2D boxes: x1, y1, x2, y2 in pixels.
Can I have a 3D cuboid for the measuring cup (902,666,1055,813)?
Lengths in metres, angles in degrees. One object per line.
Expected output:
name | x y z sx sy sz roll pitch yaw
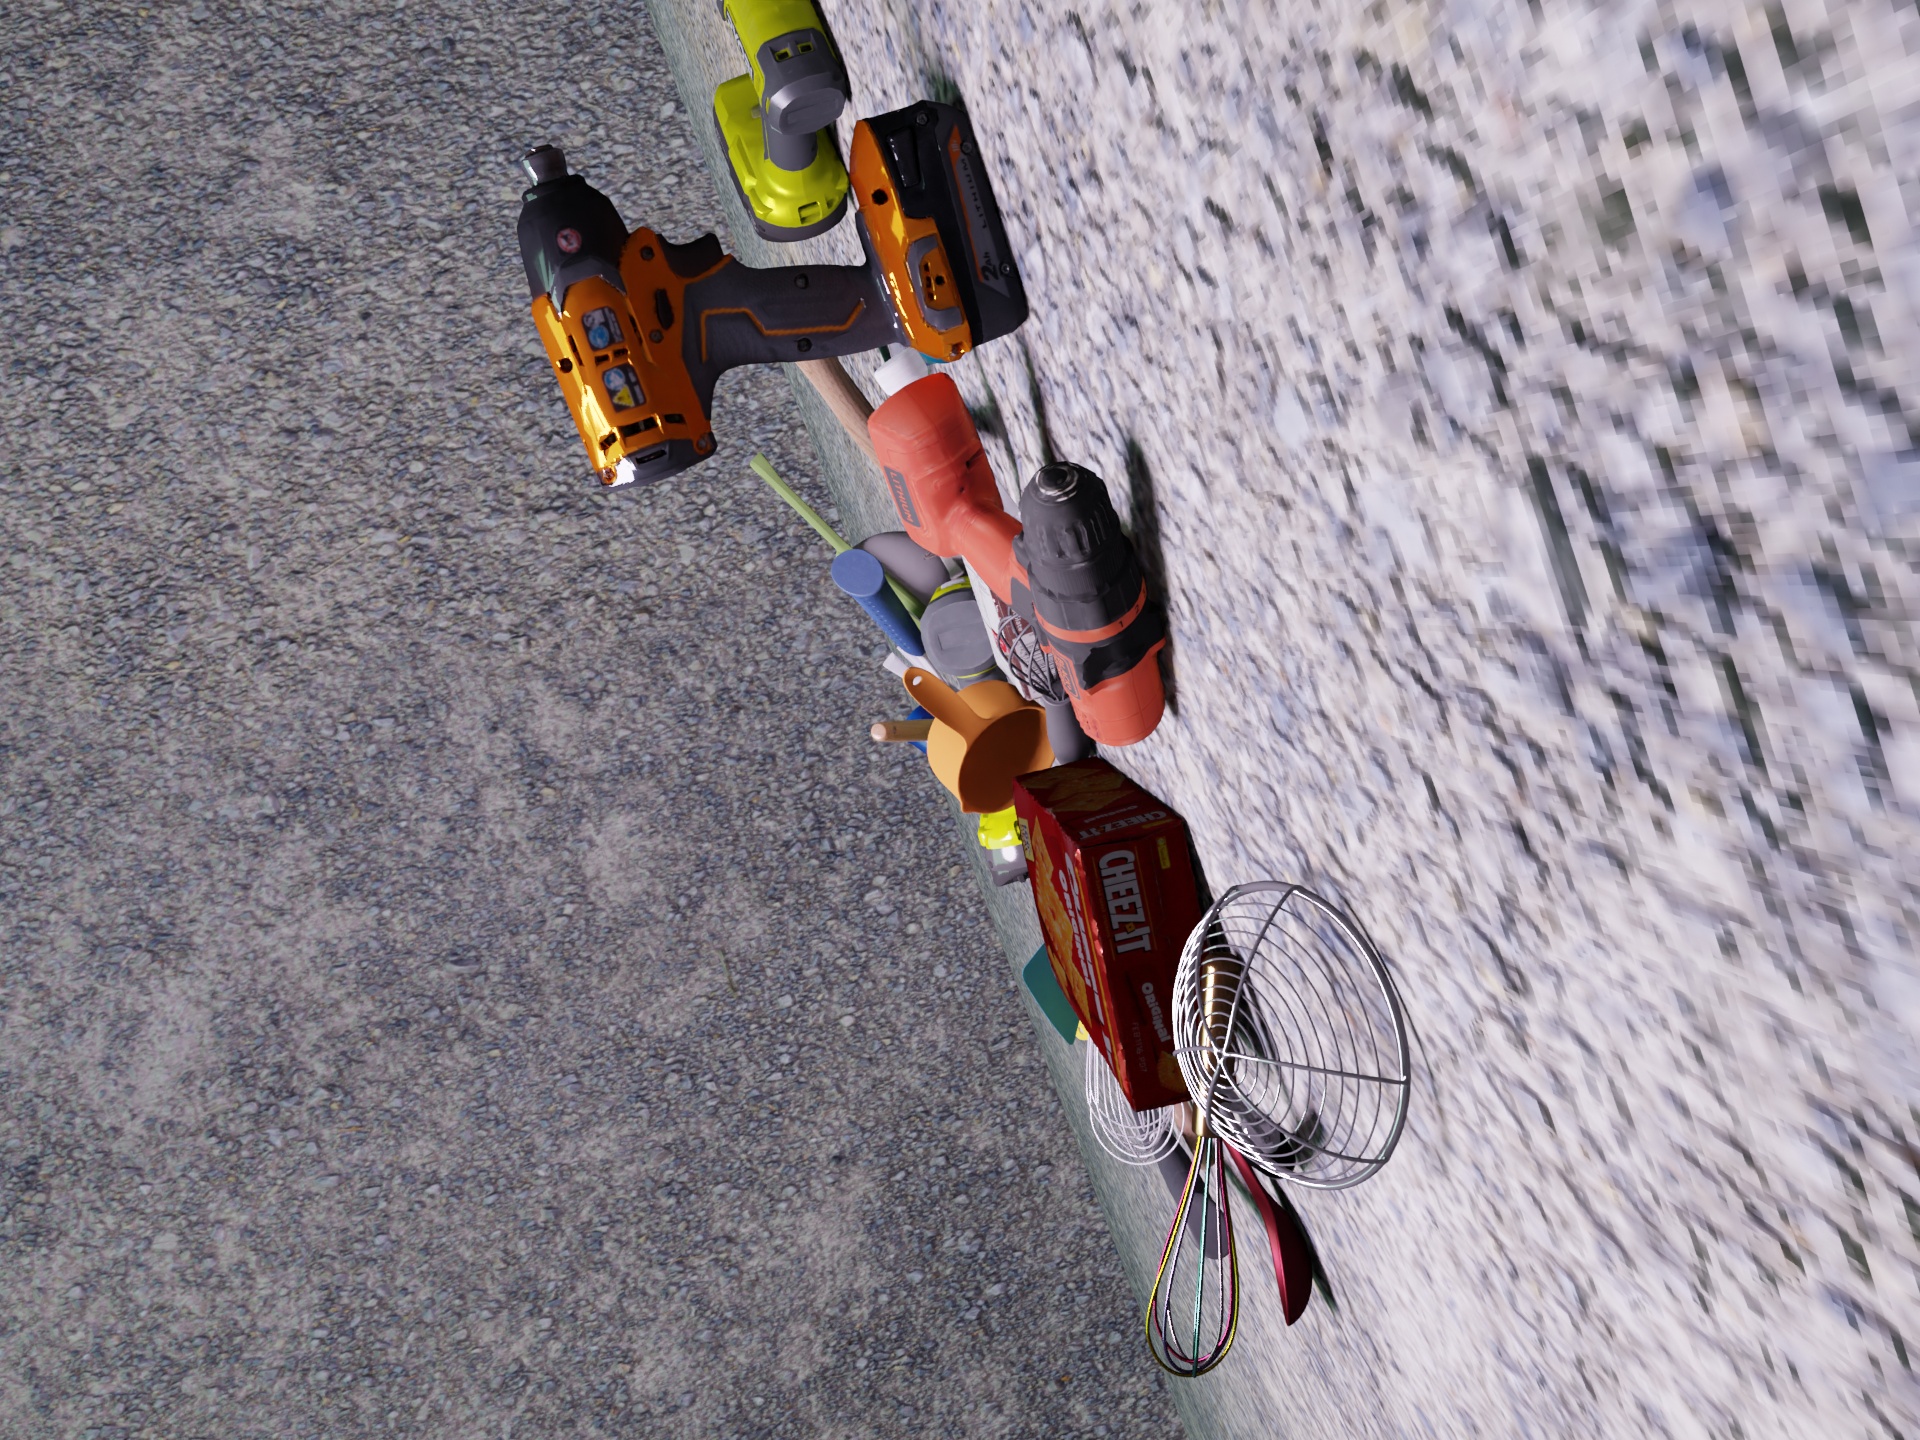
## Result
measuring cup | -0.002 -0.003 1.076 0.052 0.095 0.173 42 -179 43

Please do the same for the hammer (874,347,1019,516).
hammer | -0.021 -0.200 1.108 0.128 0.033 0.331 55 -177 -15

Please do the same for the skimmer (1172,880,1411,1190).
skimmer | 0.166 0.178 0.768 0.127 0.090 0.363 63 -176 27

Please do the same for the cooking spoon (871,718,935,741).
cooking spoon | -0.002 0.007 1.301 0.318 0.017 0.069 -1 -99 -69

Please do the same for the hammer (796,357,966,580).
hammer | -0.058 -0.203 1.197 0.130 0.031 0.331 56 -176 27

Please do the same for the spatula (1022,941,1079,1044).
spatula | 0.076 0.159 1.403 0.082 0.044 0.318 56 -170 -22

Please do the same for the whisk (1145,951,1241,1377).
whisk | 0.134 0.249 0.881 0.051 0.047 0.245 -13 -73 -69

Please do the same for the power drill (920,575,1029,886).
power drill | 0.030 -0.003 1.239 0.190 0.080 0.228 -77 -31 -80

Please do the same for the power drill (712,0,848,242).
power drill | -0.136 -0.462 1.144 0.223 0.080 0.171 109 139 -77

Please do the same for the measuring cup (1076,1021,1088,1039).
measuring cup | 0.116 0.241 1.293 0.062 0.029 0.156 60 151 13

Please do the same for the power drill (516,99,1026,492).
power drill | -0.098 -0.225 0.780 0.084 0.226 0.164 -126 16 -73

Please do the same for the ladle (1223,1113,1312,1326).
ladle | 0.171 0.257 1.085 0.069 0.031 0.316 78 172 -49

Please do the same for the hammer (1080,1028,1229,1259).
hammer | 0.164 0.346 1.312 0.149 0.036 0.409 62 179 -6

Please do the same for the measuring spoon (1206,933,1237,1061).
measuring spoon | 0.149 0.165 0.969 0.034 0.018 0.124 -117 8 -53

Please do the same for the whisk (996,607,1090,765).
whisk | 0.061 -0.016 1.011 0.238 0.055 0.055 68 179 -65

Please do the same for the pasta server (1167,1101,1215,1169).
pasta server | 0.138 0.217 1.309 0.060 0.040 0.316 93 152 -79

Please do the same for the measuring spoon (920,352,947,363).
measuring spoon | -0.037 -0.289 1.069 0.042 0.021 0.129 78 169 -63

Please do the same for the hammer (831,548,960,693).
hammer | -0.043 -0.064 1.350 0.144 0.035 0.405 39 176 17

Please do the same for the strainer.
strainer | -0.069 -0.155 1.378 0.256 0.069 0.151 43 176 -17

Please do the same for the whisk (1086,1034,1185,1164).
whisk | 0.104 0.172 1.135 0.070 0.070 0.285 90 170 -78
